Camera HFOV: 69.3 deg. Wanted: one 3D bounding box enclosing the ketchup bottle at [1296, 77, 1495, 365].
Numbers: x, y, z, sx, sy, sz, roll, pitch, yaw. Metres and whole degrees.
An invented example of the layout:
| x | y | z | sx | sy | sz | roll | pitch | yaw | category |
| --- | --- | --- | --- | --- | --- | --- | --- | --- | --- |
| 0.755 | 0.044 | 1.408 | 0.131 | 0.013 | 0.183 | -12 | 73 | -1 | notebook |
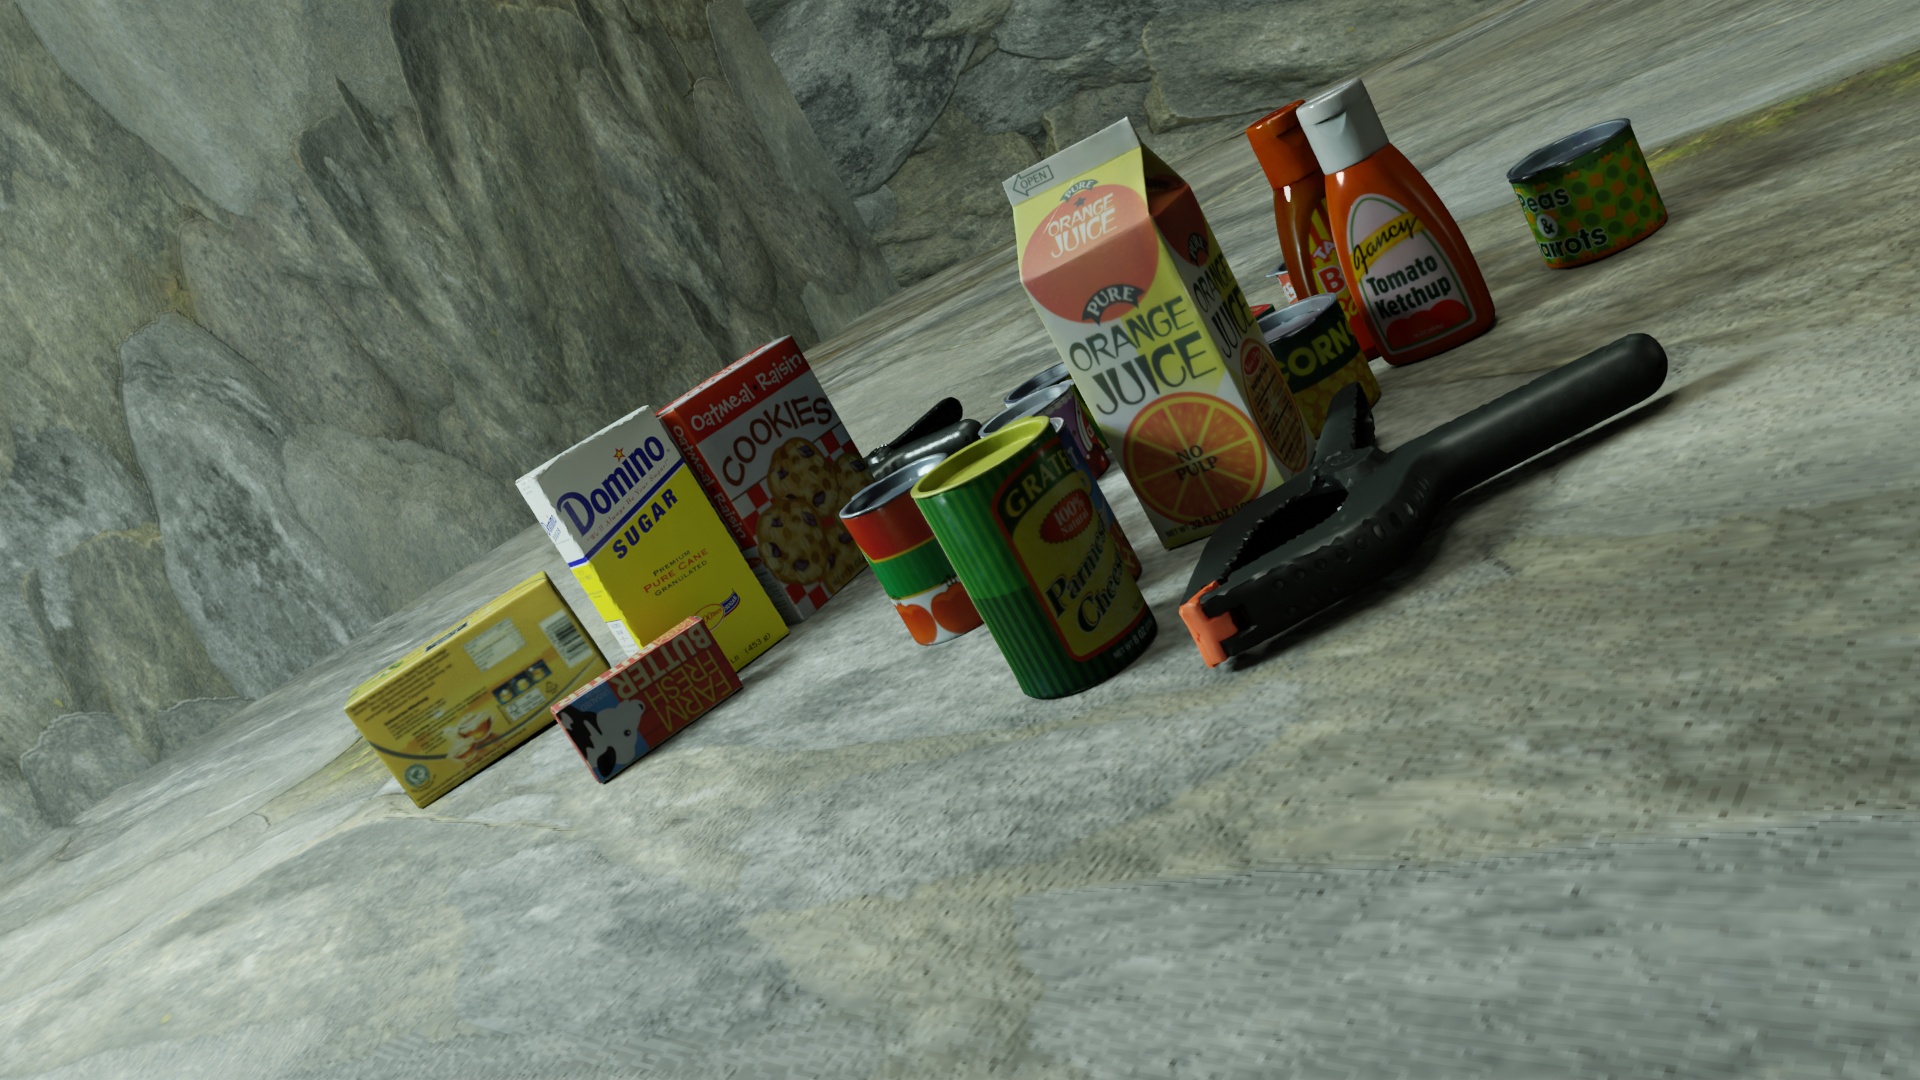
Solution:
| x | y | z | sx | sy | sz | roll | pitch | yaw | category |
| --- | --- | --- | --- | --- | --- | --- | --- | --- | --- |
| 0.227 | -0.171 | 0.740 | 0.064 | 0.148 | 0.044 | -21 | 16 | 33 | ketchup bottle |

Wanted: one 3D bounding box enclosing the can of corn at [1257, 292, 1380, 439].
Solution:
| x | y | z | sx | sy | sz | roll | pitch | yaw | category |
| --- | --- | --- | --- | --- | --- | --- | --- | --- | --- |
| 0.181 | -0.089 | 0.734 | 0.071 | 0.058 | 0.071 | -28 | 13 | 7 | can of corn |

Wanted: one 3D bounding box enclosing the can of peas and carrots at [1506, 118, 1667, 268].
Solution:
| x | y | z | sx | sy | sz | roll | pitch | yaw | category |
| --- | --- | --- | --- | --- | --- | --- | --- | --- | --- |
| 0.341 | -0.188 | 0.761 | 0.071 | 0.058 | 0.071 | -28 | 13 | 7 | can of peas and carrots |

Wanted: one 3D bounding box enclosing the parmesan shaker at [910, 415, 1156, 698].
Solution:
| x | y | z | sx | sy | sz | roll | pitch | yaw | category |
| --- | --- | --- | --- | --- | --- | --- | --- | --- | --- |
| 0.034 | 0.006 | 0.593 | 0.071 | 0.103 | 0.071 | -28 | 13 | 7 | parmesan shaker |

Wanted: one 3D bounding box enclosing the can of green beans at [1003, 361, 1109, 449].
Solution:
| x | y | z | sx | sy | sz | roll | pitch | yaw | category |
| --- | --- | --- | --- | --- | --- | --- | --- | --- | --- |
| 0.072 | -0.086 | 0.951 | 0.071 | 0.057 | 0.071 | -28 | 13 | 7 | can of green beans |

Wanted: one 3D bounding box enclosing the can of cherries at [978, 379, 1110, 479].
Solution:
| x | y | z | sx | sy | sz | roll | pitch | yaw | category |
| --- | --- | --- | --- | --- | --- | --- | --- | --- | --- |
| 0.056 | -0.061 | 0.889 | 0.071 | 0.058 | 0.072 | -28 | 13 | 7 | can of cherries |

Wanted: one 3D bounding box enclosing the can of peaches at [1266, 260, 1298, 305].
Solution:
| x | y | z | sx | sy | sz | roll | pitch | yaw | category |
| --- | --- | --- | --- | --- | --- | --- | --- | --- | --- |
| 0.236 | -0.156 | 0.866 | 0.071 | 0.058 | 0.071 | -28 | 13 | 7 | can of peaches |

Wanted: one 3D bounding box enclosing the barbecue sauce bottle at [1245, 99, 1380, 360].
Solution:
| x | y | z | sx | sy | sz | roll | pitch | yaw | category |
| --- | --- | --- | --- | --- | --- | --- | --- | --- | --- |
| 0.211 | -0.177 | 0.795 | 0.065 | 0.148 | 0.044 | -29 | 13 | 3 | barbecue sauce bottle |

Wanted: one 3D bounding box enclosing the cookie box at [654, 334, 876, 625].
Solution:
| x | y | z | sx | sy | sz | roll | pitch | yaw | category |
| --- | --- | --- | --- | --- | --- | --- | --- | --- | --- |
| -0.125 | -0.042 | 0.963 | 0.040 | 0.167 | 0.123 | -17 | 18 | 44 | cookie box |

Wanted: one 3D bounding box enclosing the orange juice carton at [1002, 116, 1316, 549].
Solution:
| x | y | z | sx | sy | sz | roll | pitch | yaw | category |
| --- | --- | --- | --- | --- | --- | --- | --- | --- | --- |
| 0.094 | -0.101 | 0.668 | 0.071 | 0.192 | 0.073 | -22 | 15 | 31 | orange juice carton |

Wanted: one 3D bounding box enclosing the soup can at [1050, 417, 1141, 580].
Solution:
| x | y | z | sx | sy | sz | roll | pitch | yaw | category |
| --- | --- | --- | --- | --- | --- | --- | --- | --- | --- |
| 0.041 | -0.007 | 0.669 | 0.071 | 0.083 | 0.071 | -28 | 13 | 7 | soup can |

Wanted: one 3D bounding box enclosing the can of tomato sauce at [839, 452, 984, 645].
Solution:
| x | y | z | sx | sy | sz | roll | pitch | yaw | category |
| --- | --- | --- | --- | --- | --- | --- | --- | --- | --- |
| -0.017 | 0.005 | 0.747 | 0.071 | 0.083 | 0.071 | -28 | 13 | 7 | can of tomato sauce |

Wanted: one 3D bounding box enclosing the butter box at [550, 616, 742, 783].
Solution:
| x | y | z | sx | sy | sz | roll | pitch | yaw | category |
| --- | --- | --- | --- | --- | --- | --- | --- | --- | --- |
| -0.189 | 0.095 | 0.840 | 0.104 | 0.053 | 0.024 | -35 | 14 | -21 | butter box |

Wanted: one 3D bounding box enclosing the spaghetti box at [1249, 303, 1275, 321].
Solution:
| x | y | z | sx | sy | sz | roll | pitch | yaw | category |
| --- | --- | --- | --- | --- | --- | --- | --- | --- | --- |
| 0.150 | -0.125 | 0.947 | 0.029 | 0.050 | 0.250 | -33 | 14 | -13 | spaghetti box |
